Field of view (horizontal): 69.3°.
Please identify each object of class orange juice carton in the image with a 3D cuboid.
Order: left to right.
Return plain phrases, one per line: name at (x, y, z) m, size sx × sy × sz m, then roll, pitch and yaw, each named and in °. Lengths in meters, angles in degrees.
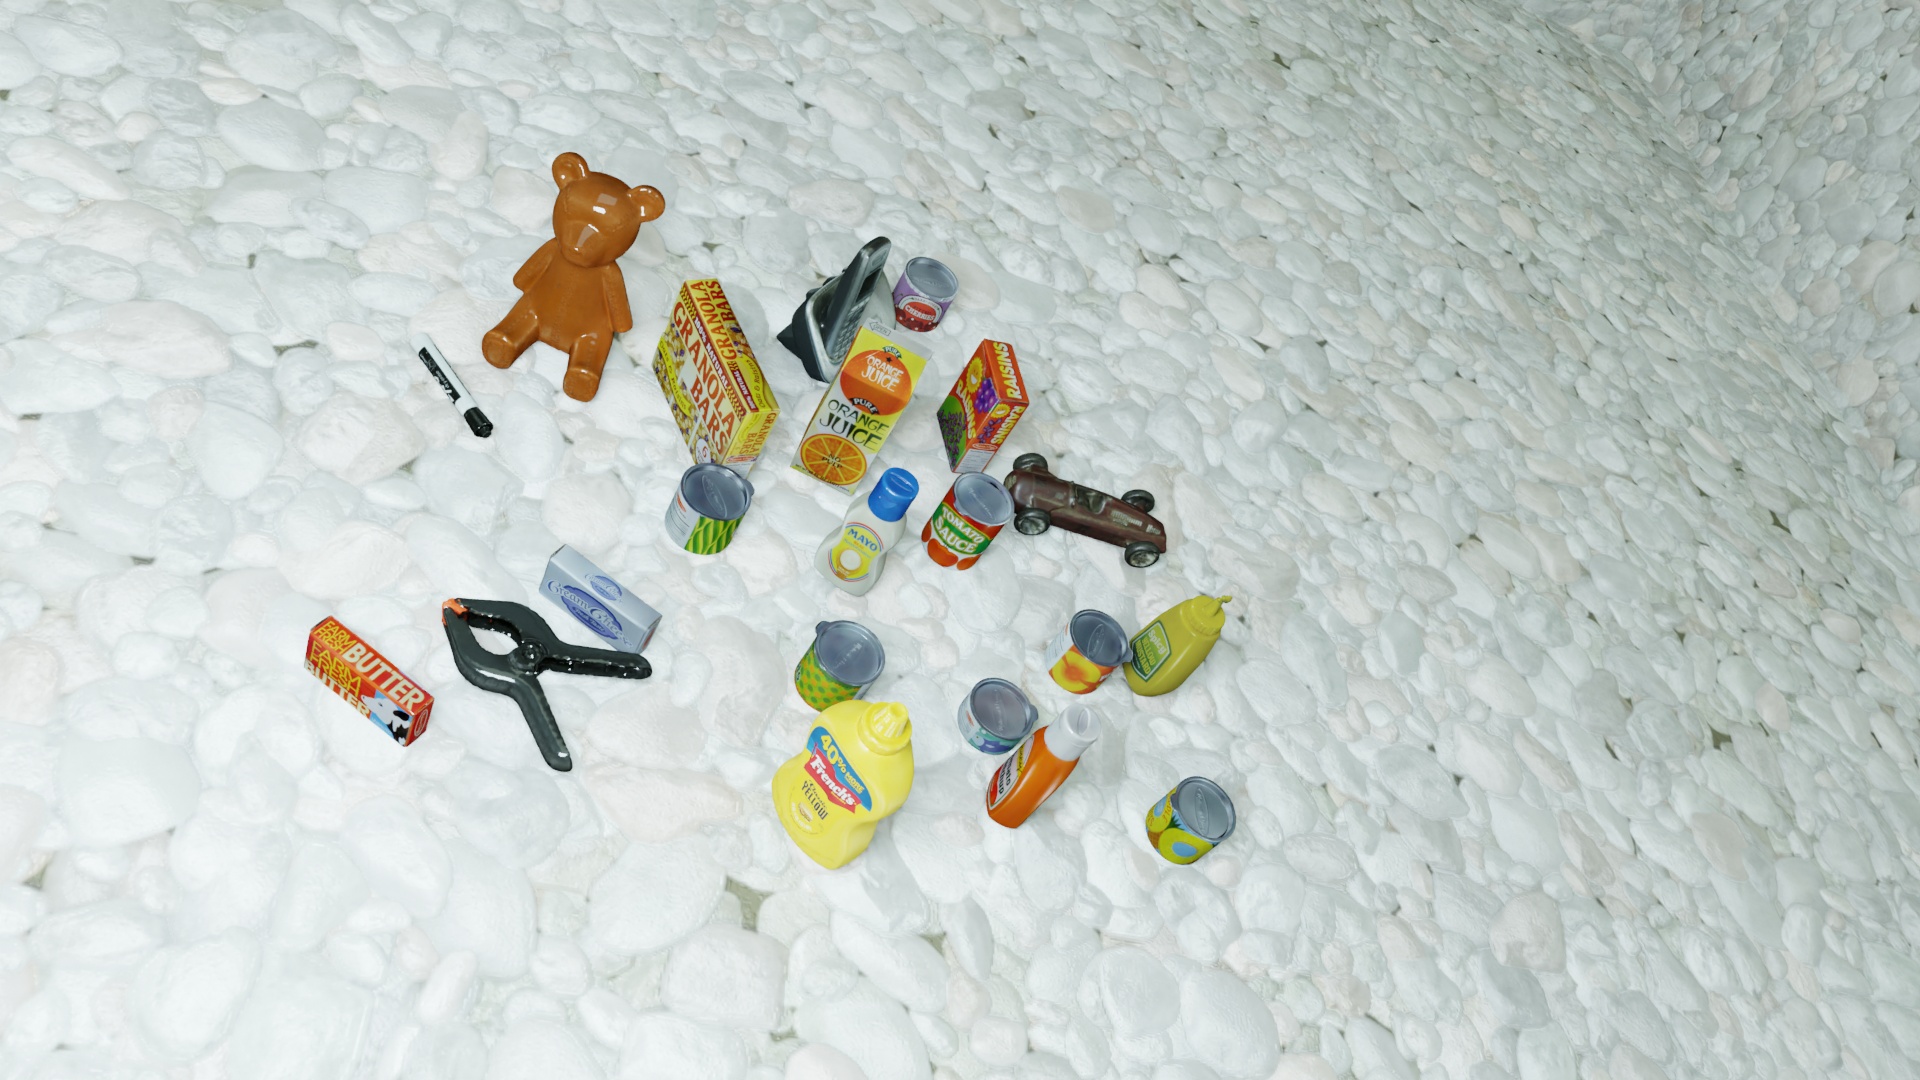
orange juice carton at (-0.094, -0.137, 1.354) m, size 0.072 × 0.191 × 0.073 m, roll 26°, pitch 46°, yaw -10°

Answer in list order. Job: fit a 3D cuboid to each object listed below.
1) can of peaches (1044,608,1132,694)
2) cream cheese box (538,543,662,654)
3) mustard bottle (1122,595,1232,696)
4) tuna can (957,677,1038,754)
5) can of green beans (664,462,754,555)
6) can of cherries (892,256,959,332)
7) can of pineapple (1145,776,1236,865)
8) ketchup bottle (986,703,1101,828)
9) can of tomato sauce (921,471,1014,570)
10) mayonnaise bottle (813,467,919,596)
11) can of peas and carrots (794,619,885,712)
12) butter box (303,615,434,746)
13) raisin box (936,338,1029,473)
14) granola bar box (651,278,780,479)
can of peaches at (0.126, 0.112, 1.375) m, size 0.071 × 0.057 × 0.071 m, roll 16°, pitch 48°, yaw -19°
cream cheese box at (-0.305, 0.053, 1.173) m, size 0.104 × 0.053 × 0.024 m, roll 37°, pitch 45°, yaw 1°
mustard bottle at (0.218, 0.095, 1.371) m, size 0.049 × 0.159 × 0.065 m, roll 2°, pitch 54°, yaw -30°
tuna can at (0.034, 0.164, 1.296) m, size 0.071 × 0.032 × 0.071 m, roll 16°, pitch 48°, yaw -19°
can of green beans at (-0.233, -0.028, 1.279) m, size 0.071 × 0.057 × 0.071 m, roll 16°, pitch 48°, yaw -19°
can of cherries at (-0.043, -0.281, 1.596) m, size 0.071 × 0.058 × 0.072 m, roll 16°, pitch 48°, yaw -19°
can of pineapple at (0.214, 0.263, 1.304) m, size 0.071 × 0.057 × 0.071 m, roll 16°, pitch 48°, yaw -19°
ketchup bottle at (0.073, 0.194, 1.213) m, size 0.043 × 0.148 × 0.065 m, roll 26°, pitch 46°, yaw -10°
can of tomato sauce at (0.005, -0.017, 1.392) m, size 0.071 × 0.082 × 0.071 m, roll 16°, pitch 48°, yaw -19°
mayonnaise bottle at (-0.084, -0.010, 1.288) m, size 0.065 × 0.147 × 0.041 m, roll 35°, pitch 45°, yaw -1°
can of peas and carrots at (-0.110, 0.112, 1.236) m, size 0.071 × 0.058 × 0.071 m, roll 16°, pitch 48°, yaw -19°
butter box at (-0.447, 0.107, 1.047) m, size 0.103 × 0.052 × 0.024 m, roll 38°, pitch 45°, yaw 2°
raisin box at (0.022, -0.141, 1.474) m, size 0.040 × 0.122 × 0.086 m, roll 6°, pitch 52°, yaw -27°
granola bar box at (-0.237, -0.148, 1.327) m, size 0.039 × 0.123 × 0.166 m, roll -9°, pitch 60°, yaw -36°
